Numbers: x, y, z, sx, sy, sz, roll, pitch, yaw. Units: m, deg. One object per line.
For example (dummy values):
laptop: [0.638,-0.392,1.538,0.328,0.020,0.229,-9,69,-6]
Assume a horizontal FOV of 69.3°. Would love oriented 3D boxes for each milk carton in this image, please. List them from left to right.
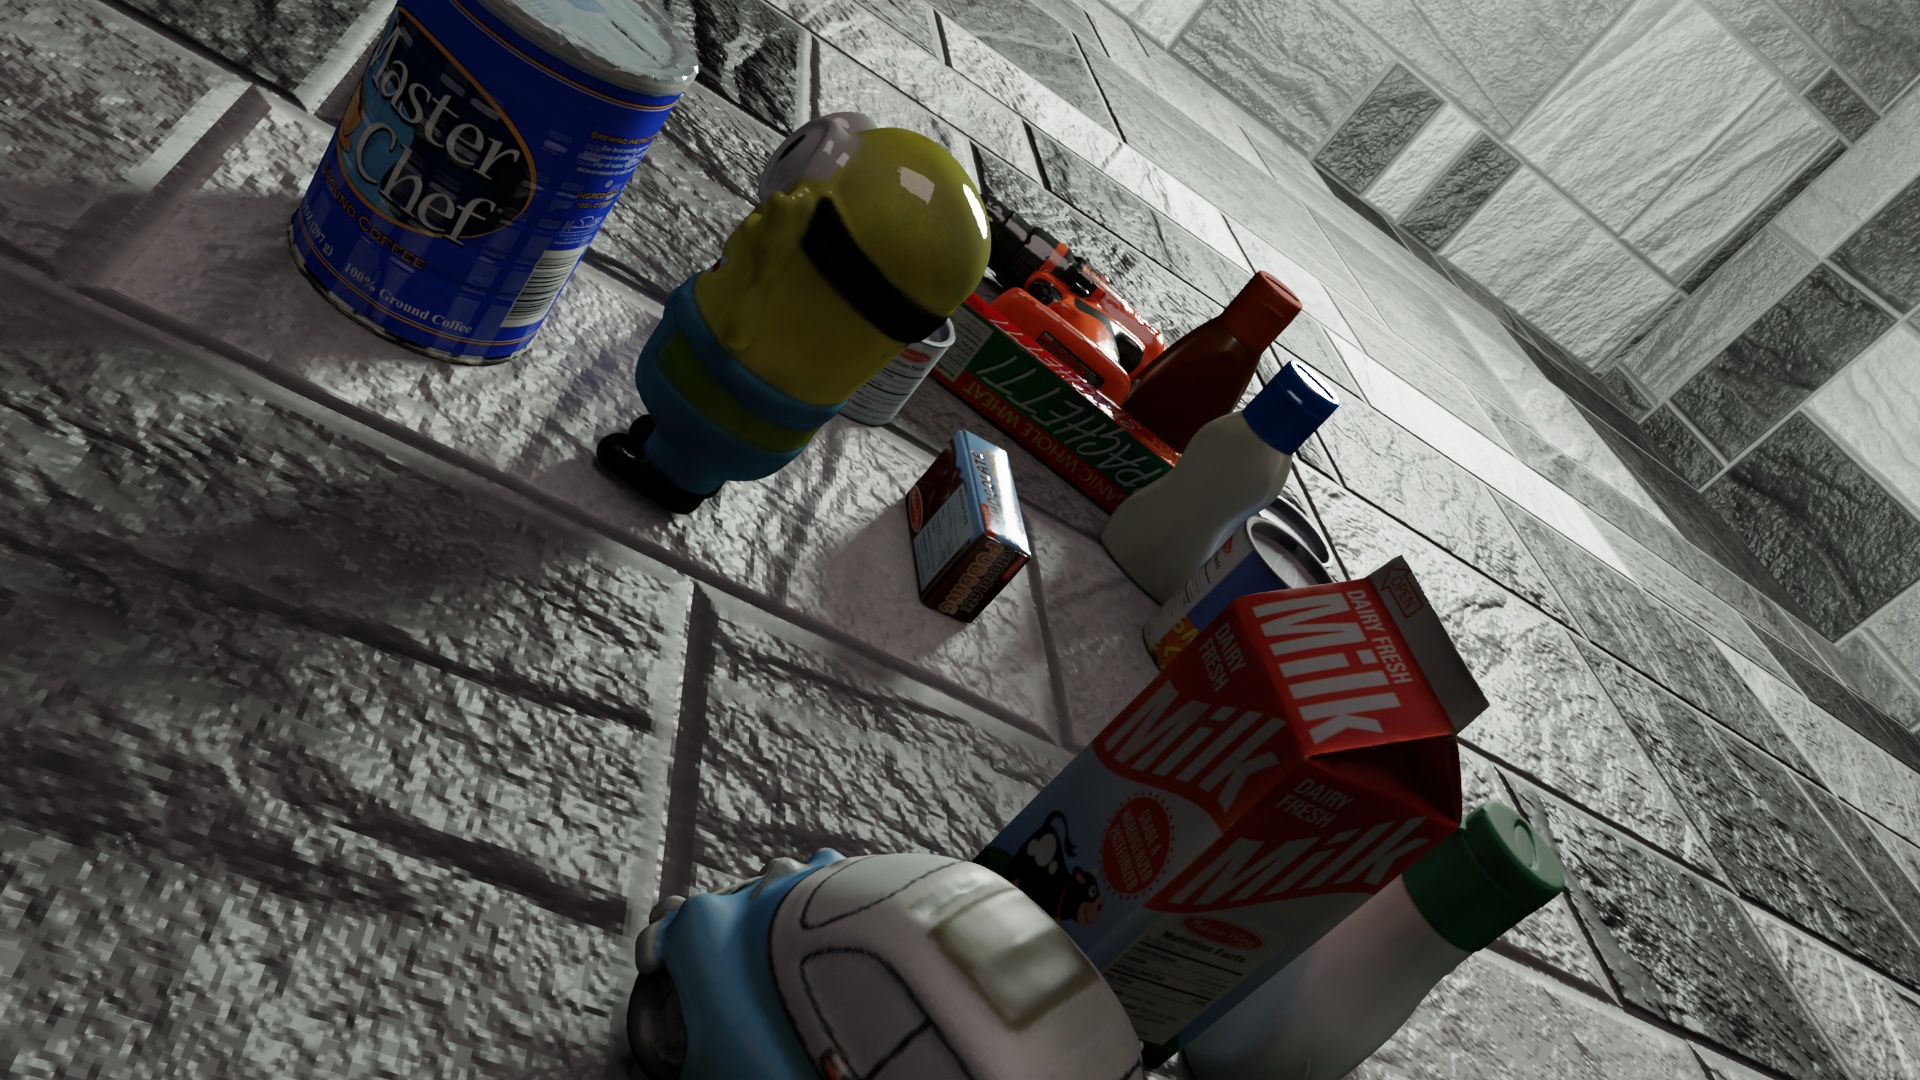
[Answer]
milk carton: [0.091,0.090,0.463,0.073,0.189,0.073,26,30,-28]

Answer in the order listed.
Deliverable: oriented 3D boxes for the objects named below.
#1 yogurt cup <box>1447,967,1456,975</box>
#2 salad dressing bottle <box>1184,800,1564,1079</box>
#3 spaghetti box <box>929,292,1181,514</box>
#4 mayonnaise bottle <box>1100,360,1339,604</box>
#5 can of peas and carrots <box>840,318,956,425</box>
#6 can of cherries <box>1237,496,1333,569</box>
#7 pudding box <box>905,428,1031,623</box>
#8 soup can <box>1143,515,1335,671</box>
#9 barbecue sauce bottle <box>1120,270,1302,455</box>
yogurt cup: [0.171,0.169,0.597,0.072,0.053,0.073,31,28,-19]
salad dressing bottle: [0.142,0.149,0.487,0.044,0.147,0.064,42,26,2]
spaghetti box: [0.031,-0.094,0.817,0.250,0.050,0.029,37,27,-7]
mayonnaise bottle: [0.145,-0.033,0.765,0.065,0.147,0.041,47,27,13]
can of peas and carrots: [-0.047,-0.104,0.724,0.071,0.058,0.071,31,28,-19]
can of cherries: [0.182,0.009,0.848,0.071,0.058,0.072,31,28,-19]
pudding box: [0.002,-0.008,0.652,0.030,0.049,0.084,26,30,-26]
soup can: [0.149,0.041,0.729,0.071,0.083,0.072,31,28,-19]
barbecue sauce bottle: [0.153,-0.104,0.881,0.065,0.148,0.044,33,28,-16]
